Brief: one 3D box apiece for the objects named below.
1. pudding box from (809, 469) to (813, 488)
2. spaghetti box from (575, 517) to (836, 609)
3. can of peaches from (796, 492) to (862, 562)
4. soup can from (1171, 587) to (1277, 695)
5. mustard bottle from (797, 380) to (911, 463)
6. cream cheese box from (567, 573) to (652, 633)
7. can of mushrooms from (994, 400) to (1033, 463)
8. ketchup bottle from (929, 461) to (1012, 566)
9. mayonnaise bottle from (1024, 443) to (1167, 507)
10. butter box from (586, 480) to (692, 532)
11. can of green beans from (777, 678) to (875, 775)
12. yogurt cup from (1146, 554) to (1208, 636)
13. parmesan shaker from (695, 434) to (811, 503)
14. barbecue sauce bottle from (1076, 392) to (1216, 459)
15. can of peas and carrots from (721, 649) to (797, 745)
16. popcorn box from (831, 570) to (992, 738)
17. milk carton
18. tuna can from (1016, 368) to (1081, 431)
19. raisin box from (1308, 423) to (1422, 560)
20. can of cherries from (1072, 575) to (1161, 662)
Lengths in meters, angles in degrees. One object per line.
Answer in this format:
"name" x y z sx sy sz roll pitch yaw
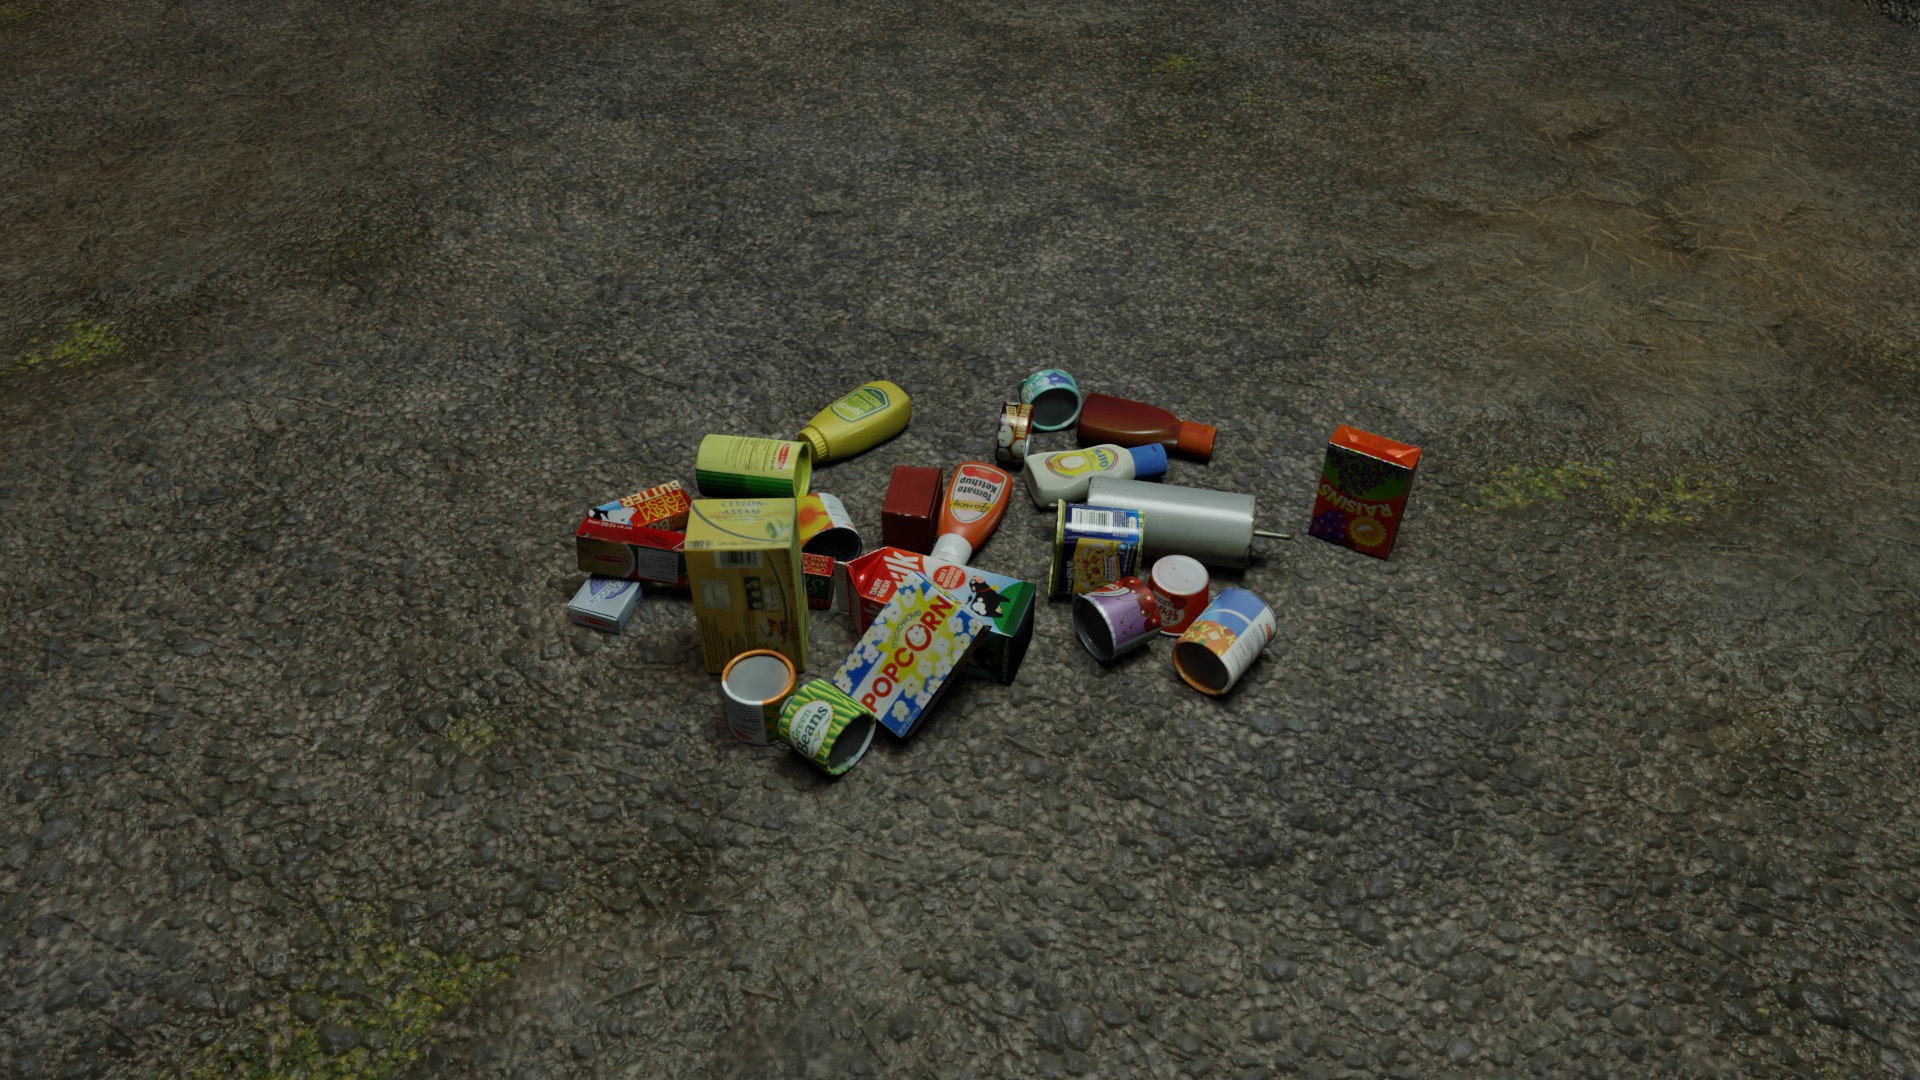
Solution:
"pudding box" -0.192 -0.049 1.464 0.050 0.030 0.084 12 45 12
"spaghetti box" -0.245 0.024 1.349 0.250 0.049 0.029 9 43 -3
"can of peaches" -0.141 -0.004 1.393 0.071 0.070 0.058 -15 46 -16
"soup can" 0.243 0.093 1.294 0.071 0.071 0.084 29 51 27
"mustard bottle" -0.129 -0.122 1.529 0.161 0.048 0.065 -32 51 -30
"cream cheese box" -0.338 0.043 1.370 0.053 0.024 0.104 14 45 11
"can of mushrooms" 0.059 -0.119 1.512 0.033 0.070 0.071 9 44 7
"ketchup bottle" 0.005 -0.018 1.424 0.065 0.043 0.150 16 46 8
"mayonnaise bottle" 0.146 -0.075 1.487 0.148 0.041 0.065 -11 43 -11
"butter box" -0.330 -0.025 1.442 0.104 0.024 0.053 -21 47 -21
"can of green beans" -0.117 0.164 1.215 0.058 0.071 0.071 29 51 27
"yogurt cup" 0.210 0.051 1.346 0.072 0.053 0.073 1 43 -1
"parmesan shaker" -0.210 -0.074 1.420 0.103 0.071 0.072 6 44 8
"barbecue sauce bottle" 0.207 -0.123 1.537 0.148 0.043 0.065 13 45 12
"can of peas and carrots" -0.177 0.138 1.246 0.071 0.058 0.071 1 44 0
"popcorn box" -0.044 0.102 1.241 0.085 0.038 0.126 37 92 16
"milk carton" -0.031 0.066 1.314 0.191 0.072 0.074 14 45 14
"tuna can" 0.099 -0.157 1.554 0.071 0.070 0.033 -6 44 -7
"raisin box" 0.407 -0.048 1.403 0.086 0.122 0.040 21 47 21
"can of cherries" 0.147 0.071 1.312 0.058 0.071 0.072 -22 48 -22
